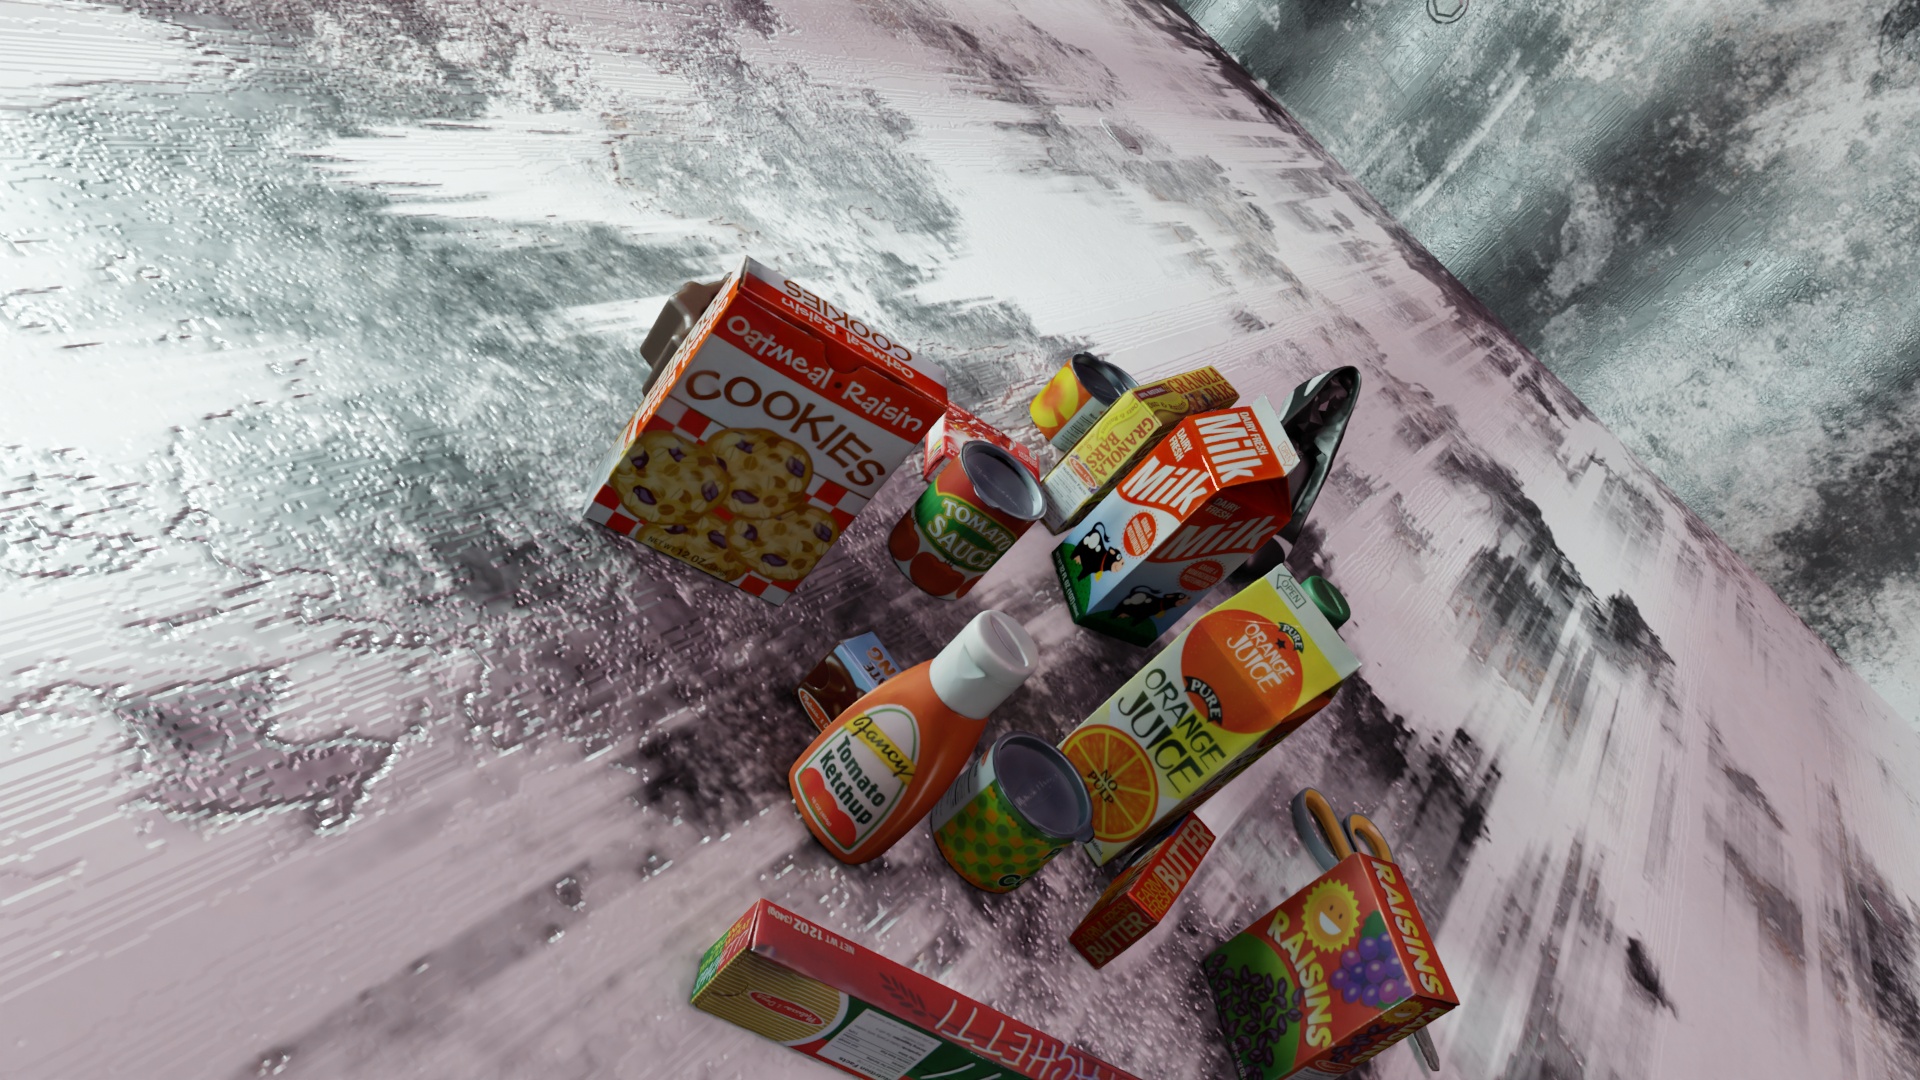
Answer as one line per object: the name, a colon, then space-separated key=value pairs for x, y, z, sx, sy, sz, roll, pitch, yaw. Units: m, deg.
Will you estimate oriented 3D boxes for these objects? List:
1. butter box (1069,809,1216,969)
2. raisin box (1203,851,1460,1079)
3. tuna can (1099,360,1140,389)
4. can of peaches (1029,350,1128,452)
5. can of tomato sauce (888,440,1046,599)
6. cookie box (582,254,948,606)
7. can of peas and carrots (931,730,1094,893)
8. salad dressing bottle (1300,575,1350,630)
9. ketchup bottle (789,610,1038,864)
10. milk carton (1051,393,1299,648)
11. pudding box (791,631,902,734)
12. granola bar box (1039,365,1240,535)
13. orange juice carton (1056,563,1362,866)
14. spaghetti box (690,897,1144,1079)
butter box: x=0.102 y=0.192 z=0.771 sx=0.024 sy=0.053 sz=0.104 roll=47 pitch=31 yaw=8
raisin box: x=0.197 y=0.239 z=0.753 sx=0.040 sy=0.123 sz=0.086 roll=23 pitch=36 yaw=-30
tuna can: x=0.131 y=-0.125 z=1.220 sx=0.071 sy=0.032 sz=0.071 roll=29 pitch=33 yaw=-21
can of peaches: x=0.099 y=-0.112 z=1.143 sx=0.071 sy=0.057 sz=0.071 roll=29 pitch=33 yaw=-21
can of tomato sauce: x=0.003 y=-0.011 z=0.882 sx=0.071 sy=0.082 sz=0.071 roll=29 pitch=33 yaw=-21
cookie box: x=-0.103 y=-0.051 z=0.728 sx=0.123 sy=0.166 sz=0.040 roll=28 pitch=33 yaw=-24
can of peas and carrots: x=0.029 y=0.146 z=0.739 sx=0.071 sy=0.058 sz=0.071 roll=29 pitch=33 yaw=-21
salad dressing bottle: x=0.193 y=0.082 z=0.921 sx=0.044 sy=0.147 sz=0.064 roll=13 pitch=42 yaw=-41
ketchup bottle: x=-0.021 y=0.091 z=0.663 sx=0.044 sy=0.148 sz=0.065 roll=-10 pitch=59 yaw=-54
milk carton: x=0.155 y=-0.015 z=0.956 sx=0.073 sy=0.189 sz=0.073 roll=20 pitch=37 yaw=-33
pudding box: x=-0.045 y=0.095 z=0.728 sx=0.084 sy=0.049 sz=0.030 roll=51 pitch=31 yaw=15
granola bar box: x=0.134 y=-0.073 z=1.069 sx=0.039 sy=0.123 sz=0.166 roll=49 pitch=31 yaw=11
orange juice carton: x=0.138 y=0.099 z=0.791 sx=0.073 sy=0.191 sz=0.072 roll=-7 pitch=56 yaw=-53
spaghetti box: x=0.003 y=0.230 z=0.613 sx=0.250 sy=0.050 sz=0.029 roll=31 pitch=32 yaw=-19
